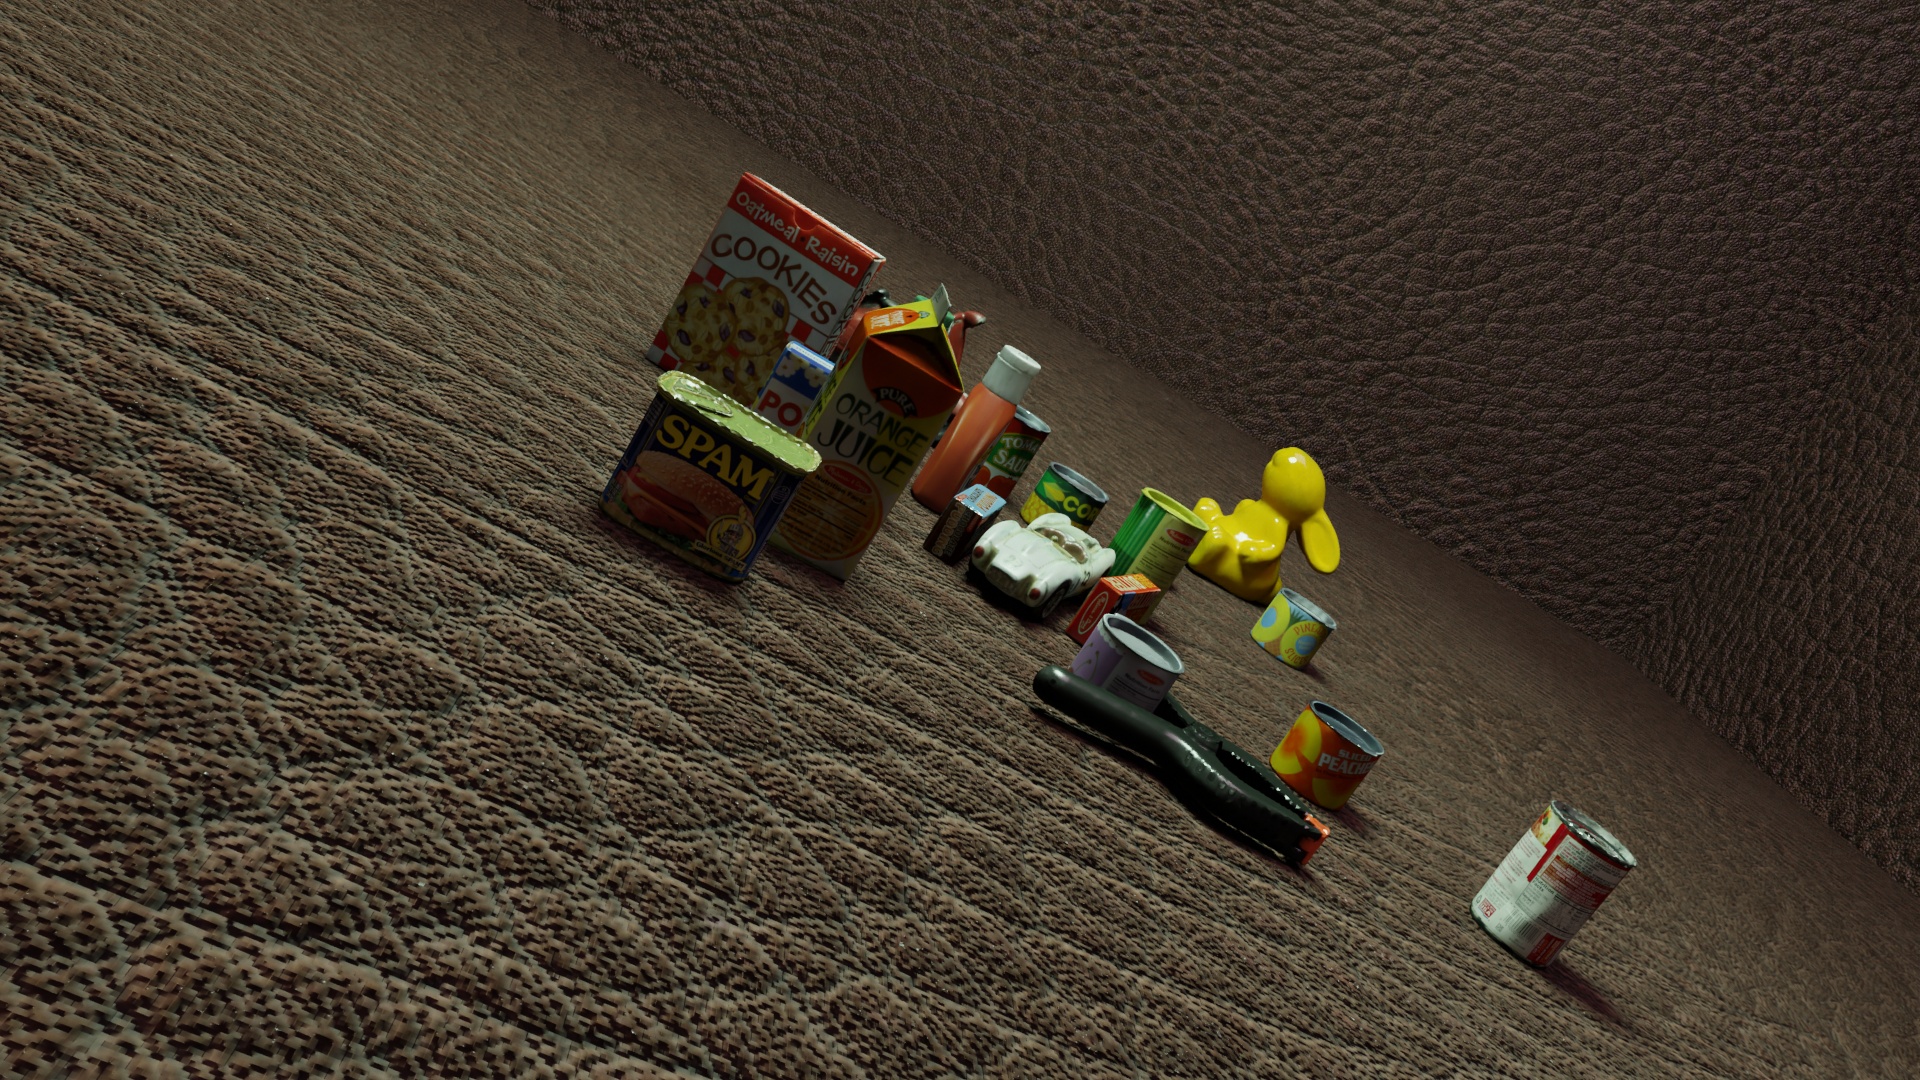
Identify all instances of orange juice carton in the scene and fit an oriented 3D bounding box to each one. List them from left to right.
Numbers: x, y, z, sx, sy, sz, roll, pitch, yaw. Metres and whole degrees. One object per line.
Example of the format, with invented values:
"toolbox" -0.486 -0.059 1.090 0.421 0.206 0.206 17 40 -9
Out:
"orange juice carton" -0.058 -0.078 0.903 0.073 0.192 0.072 29 15 -14

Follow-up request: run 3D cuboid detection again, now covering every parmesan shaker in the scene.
"parmesan shaker" 0.160 0.013 1.217 0.071 0.102 0.071 30 15 -9

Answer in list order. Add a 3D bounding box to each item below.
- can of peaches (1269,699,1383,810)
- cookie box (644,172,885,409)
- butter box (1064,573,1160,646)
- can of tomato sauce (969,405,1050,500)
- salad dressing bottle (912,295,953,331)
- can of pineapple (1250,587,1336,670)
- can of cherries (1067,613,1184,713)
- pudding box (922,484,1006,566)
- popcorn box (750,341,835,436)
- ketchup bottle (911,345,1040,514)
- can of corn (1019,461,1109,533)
"can of peaches" 0.280 0.166 1.062 0.071 0.058 0.071 30 15 -9
"cookie box" -0.154 -0.183 1.092 0.123 0.167 0.040 33 15 4
"butter box" 0.123 0.055 1.108 0.024 0.053 0.103 38 16 20
"can of tomato sauce" 0.038 -0.087 1.328 0.071 0.083 0.071 30 15 -9
"salad dressing bottle" -0.057 -0.133 1.163 0.064 0.147 0.044 34 15 6
"can of pineapple" 0.339 0.091 1.412 0.071 0.057 0.071 30 15 -9
"can of cherries" 0.110 0.092 0.958 0.071 0.058 0.072 30 15 -9
"pudding box" 0.004 -0.014 1.097 0.030 0.049 0.084 34 15 7
"popcorn box" -0.095 -0.082 1.048 0.127 0.085 0.038 30 15 -10
"ketchup bottle" 0.014 -0.095 1.180 0.043 0.148 0.065 32 15 0
"can of corn" 0.100 -0.032 1.326 0.071 0.058 0.071 30 15 -9
